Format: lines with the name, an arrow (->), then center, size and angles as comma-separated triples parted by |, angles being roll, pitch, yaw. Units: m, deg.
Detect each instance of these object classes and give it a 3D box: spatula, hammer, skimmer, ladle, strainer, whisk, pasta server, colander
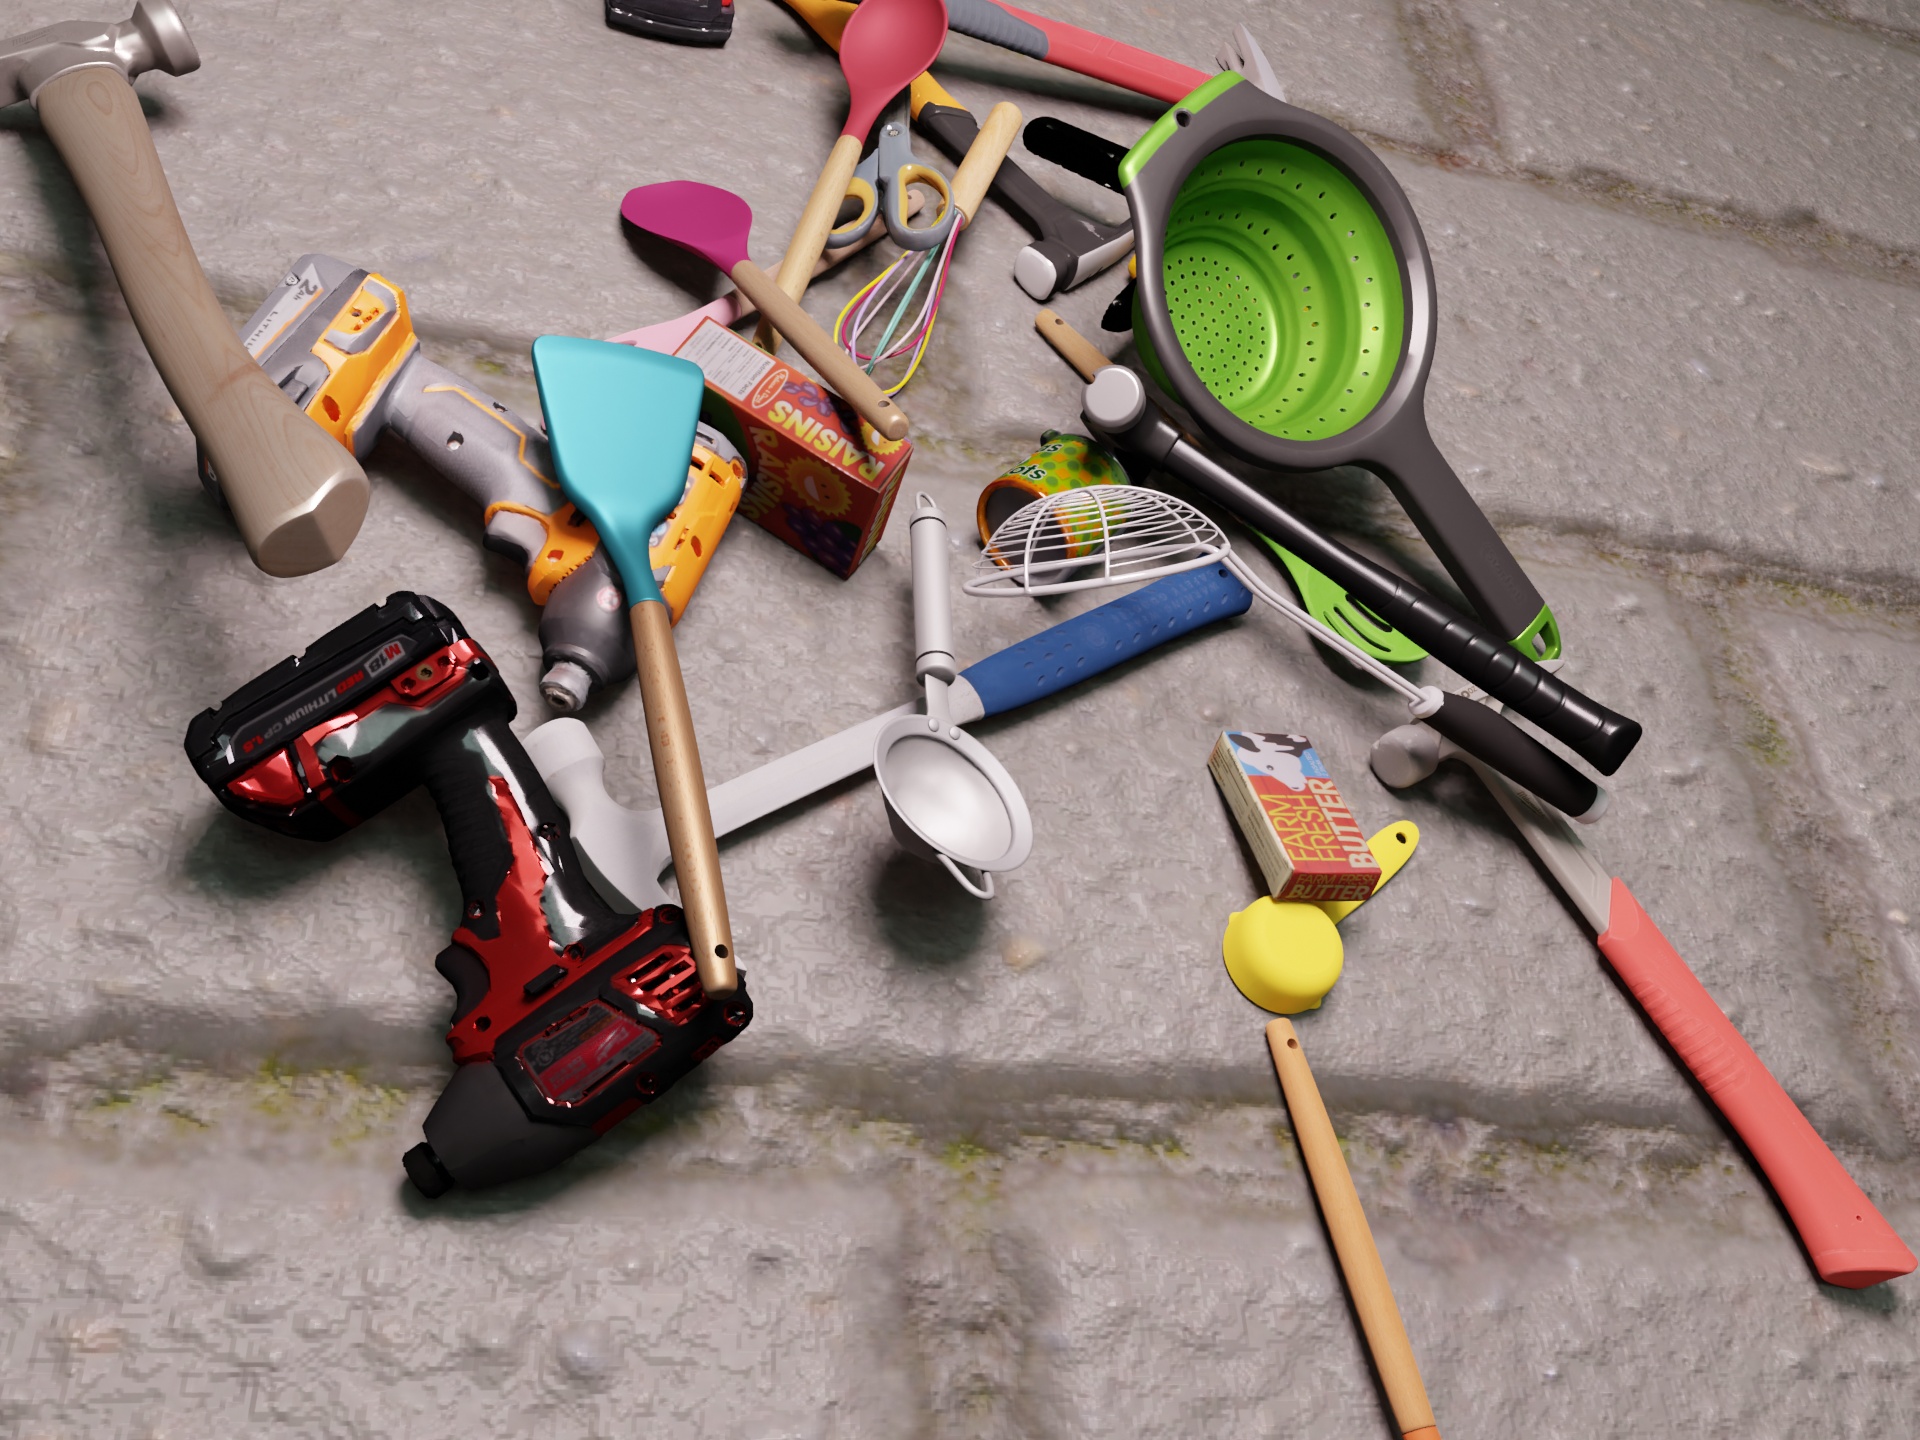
spatula -> -0.125, -0.033, 0.664 | 0.082, 0.044, 0.318 | 4, 52, -31
hammer -> -0.361, -0.197, 0.696 | 0.146, 0.038, 0.411 | -28, 57, -16
skimmer -> 0.174, -0.014, 0.802 | 0.363, 0.127, 0.090 | 30, 89, -16
ladle -> -0.070, -0.314, 0.914 | 0.069, 0.031, 0.316 | 6, 60, 19
strainer -> -0.011, -0.015, 0.746 | 0.086, 0.050, 0.259 | 23, 44, -30
hammer -> -0.001, -0.003, 0.788 | 0.405, 0.035, 0.144 | -25, 70, -32
hammer -> 0.374, 0.129, 0.847 | 0.149, 0.036, 0.359 | -21, 67, -31
whisk -> -0.015, -0.287, 0.943 | 0.047, 0.051, 0.245 | 22, 62, 4
pasta server -> -0.115, -0.239, 0.906 | 0.060, 0.040, 0.316 | 39, 49, 6
spatula -> 0.183, 0.282, 0.684 | 0.081, 0.041, 0.323 | 0, 55, -21
colander -> 0.217, -0.177, 0.938 | 0.204, 0.094, 0.397 | -45, 106, -21
hammer -> 0.059, -0.471, 1.081 | 0.386, 0.038, 0.143 | 6, 55, -28
hammer -> 0.210, -0.076, 0.844 | 0.335, 0.146, 0.035 | 35, 95, 9
hammer -> -0.020, -0.413, 1.048 | 0.337, 0.034, 0.127 | 45, 55, 11

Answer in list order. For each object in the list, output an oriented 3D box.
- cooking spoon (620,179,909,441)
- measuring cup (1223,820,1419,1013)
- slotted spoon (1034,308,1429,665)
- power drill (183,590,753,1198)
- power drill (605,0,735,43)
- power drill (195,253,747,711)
cooking spoon -> -0.105, -0.225, 0.838 | 0.068, 0.017, 0.319 | -18, 44, -22
measuring cup -> 0.194, 0.089, 0.807 | 0.156, 0.029, 0.062 | -35, 76, -33
slotted spoon -> 0.156, -0.140, 0.944 | 0.070, 0.031, 0.314 | -35, 74, -35
power drill -> -0.199, 0.072, 0.630 | 0.143, 0.078, 0.220 | -36, 81, -13
power drill -> -0.157, -0.519, 0.942 | 0.080, 0.226, 0.188 | 2, 58, -20
power drill -> -0.229, -0.105, 0.741 | 0.226, 0.084, 0.164 | 25, 55, -9
